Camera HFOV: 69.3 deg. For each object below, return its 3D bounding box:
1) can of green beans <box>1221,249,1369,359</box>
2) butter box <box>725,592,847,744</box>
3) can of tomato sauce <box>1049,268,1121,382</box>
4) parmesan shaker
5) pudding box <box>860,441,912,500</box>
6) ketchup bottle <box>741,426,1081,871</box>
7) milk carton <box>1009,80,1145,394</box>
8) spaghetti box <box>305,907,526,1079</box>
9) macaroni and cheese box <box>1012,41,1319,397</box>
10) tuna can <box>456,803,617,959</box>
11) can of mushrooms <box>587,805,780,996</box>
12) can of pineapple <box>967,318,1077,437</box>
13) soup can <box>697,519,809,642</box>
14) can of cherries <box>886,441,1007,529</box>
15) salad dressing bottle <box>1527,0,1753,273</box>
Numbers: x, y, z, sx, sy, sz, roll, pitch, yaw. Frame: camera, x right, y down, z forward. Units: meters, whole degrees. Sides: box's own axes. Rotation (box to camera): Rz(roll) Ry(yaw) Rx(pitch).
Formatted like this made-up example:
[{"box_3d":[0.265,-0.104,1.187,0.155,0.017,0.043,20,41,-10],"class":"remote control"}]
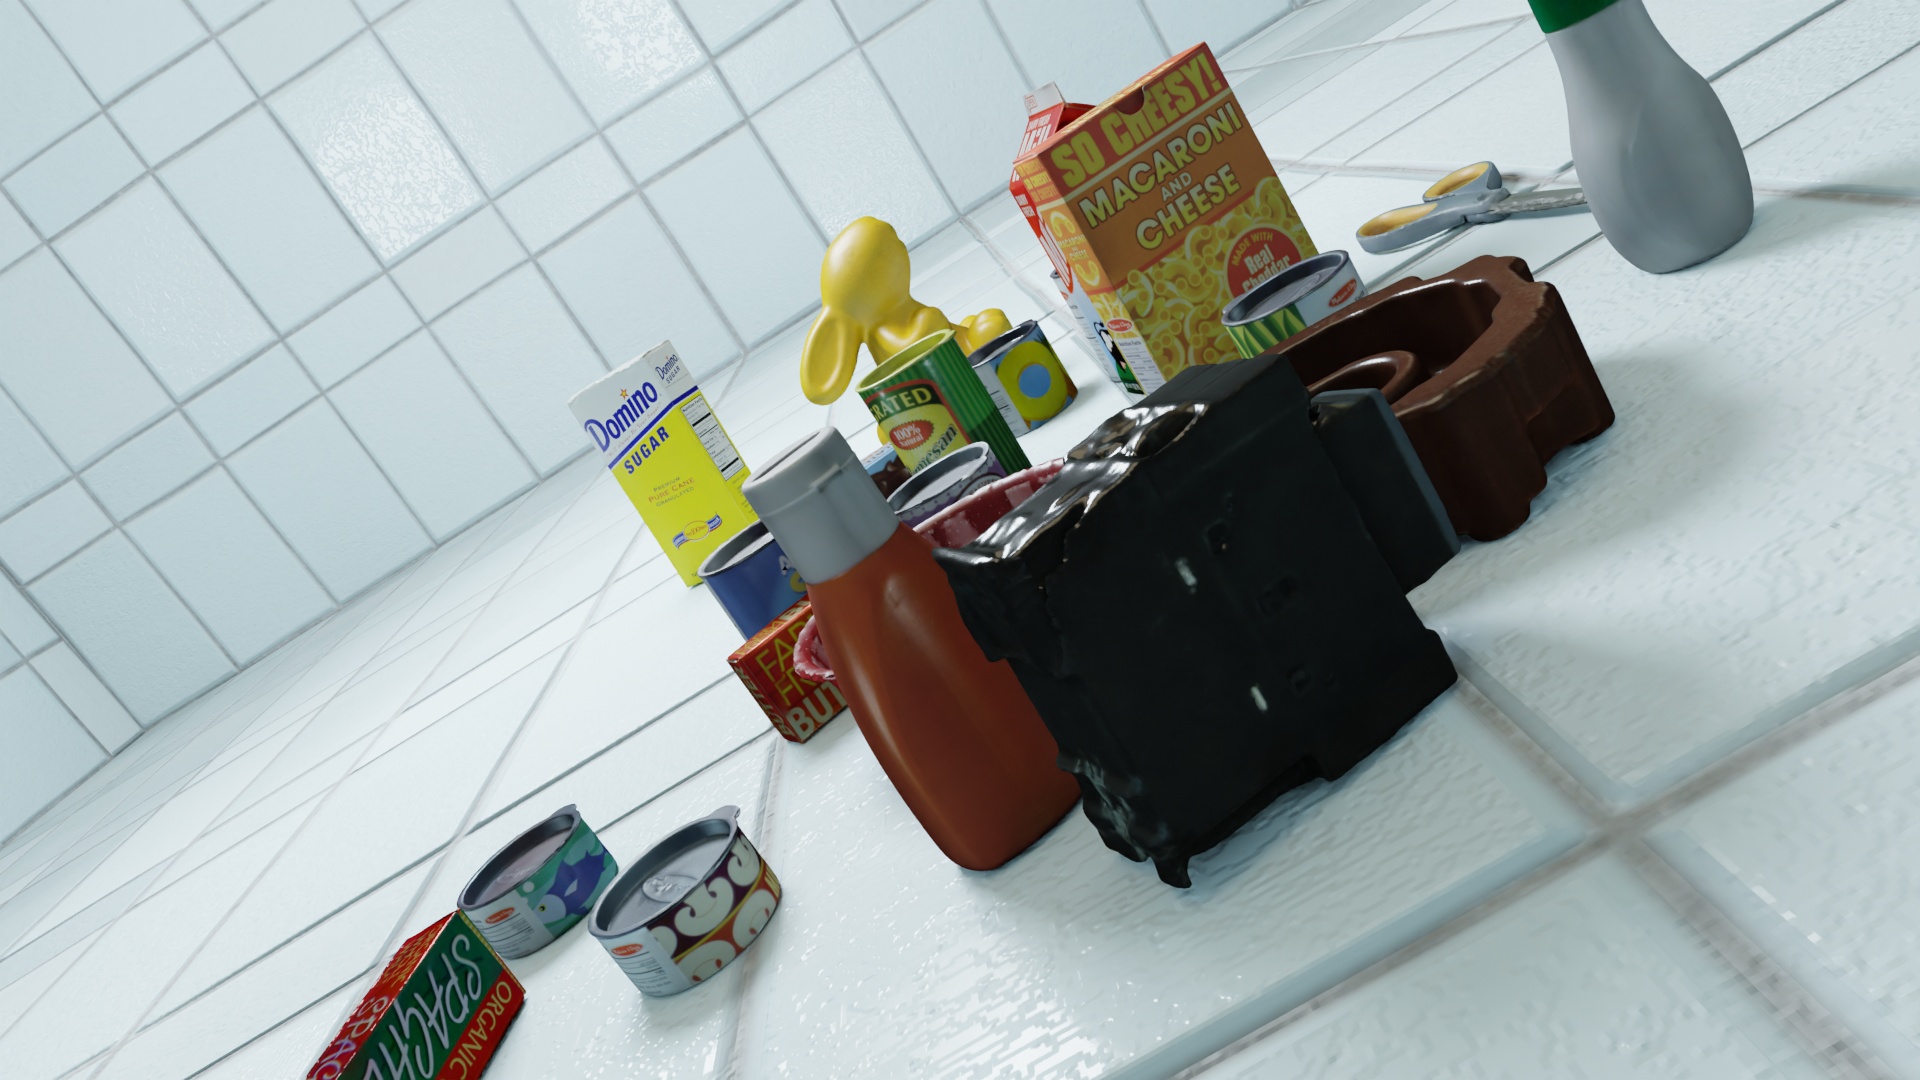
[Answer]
[{"box_3d":[0.168,-0.097,0.666,0.071,0.057,0.071,-30,15,9],"class":"can of green beans"},{"box_3d":[-0.057,0.047,0.675,0.104,0.053,0.024,-39,16,-21],"class":"butter box"},{"box_3d":[0.110,-0.157,0.915,0.071,0.083,0.071,-30,15,9],"class":"can of tomato sauce"},{"box_3d":[-0.005,-0.065,0.821,0.071,0.103,0.071,-30,15,9],"class":"parmesan shaker"},{"box_3d":[-0.033,-0.043,0.909,0.084,0.049,0.030,-37,16,-15],"class":"pudding box"},{"box_3d":[-0.015,0.033,0.454,0.065,0.148,0.043,-40,17,-24],"class":"ketchup bottle"},{"box_3d":[0.094,-0.185,0.831,0.073,0.190,0.072,-34,15,-6],"class":"milk carton"},{"box_3d":[-0.213,0.218,0.459,0.028,0.050,0.251,-29,16,15],"class":"spaghetti box"},{"box_3d":[0.124,-0.172,0.777,0.124,0.166,0.040,-37,16,-14],"class":"macaroni and cheese box"},{"box_3d":[-0.193,0.157,0.641,0.071,0.032,0.071,-30,16,9],"class":"tuna can"},{"box_3d":[-0.102,0.136,0.526,0.071,0.033,0.071,-30,16,9],"class":"can of mushrooms"},{"box_3d":[0.041,-0.111,0.957,0.071,0.057,0.071,-30,15,9],"class":"can of pineapple"},{"box_3d":[-0.082,0.031,0.714,0.071,0.083,0.071,-30,15,9],"class":"soup can"},{"box_3d":[0.003,-0.009,0.718,0.071,0.058,0.072,-30,15,9],"class":"can of cherries"},{"box_3d":[0.268,-0.181,0.560,0.064,0.147,0.044,-36,15,-13],"class":"salad dressing bottle"}]
